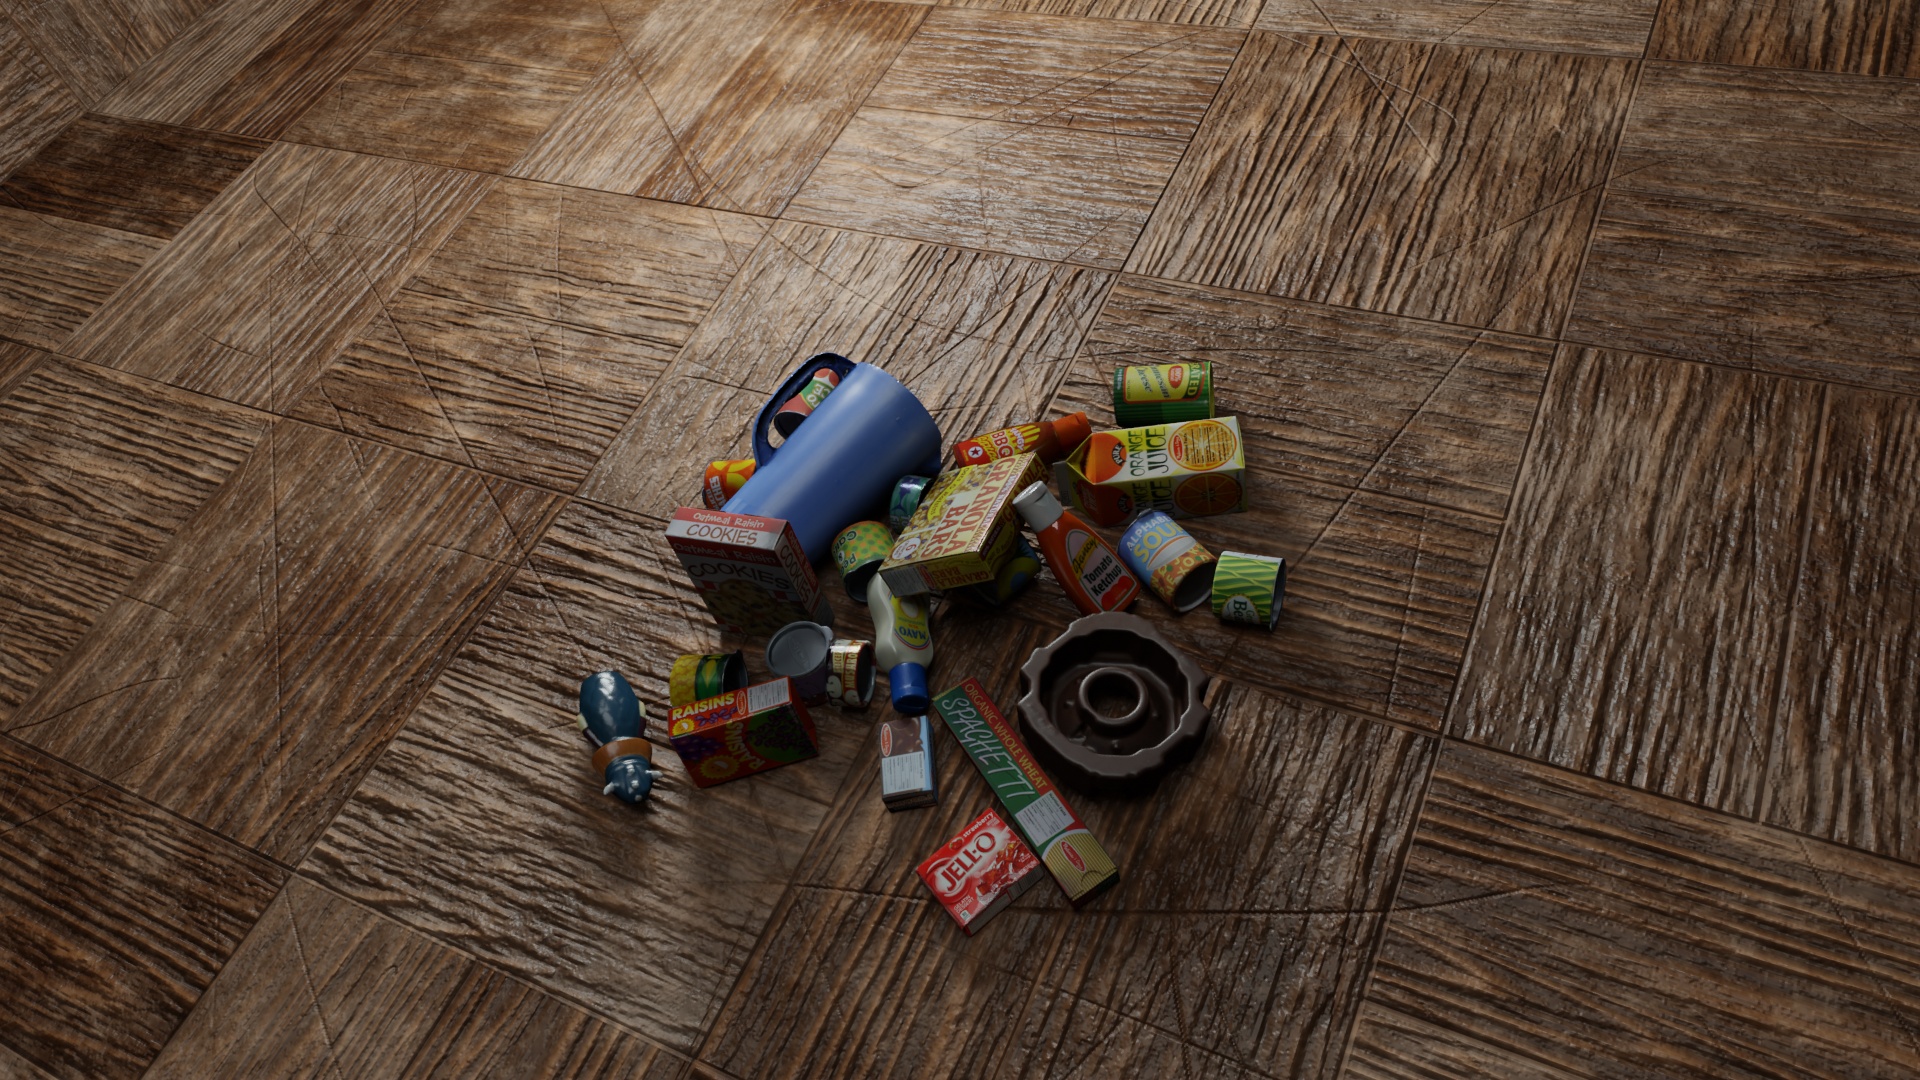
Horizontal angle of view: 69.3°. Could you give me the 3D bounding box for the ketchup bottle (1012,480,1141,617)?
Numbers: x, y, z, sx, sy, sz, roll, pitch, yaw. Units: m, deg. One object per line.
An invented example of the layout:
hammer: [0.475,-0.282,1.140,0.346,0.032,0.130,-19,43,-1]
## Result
ketchup bottle: [0.109,0.010,1.355,0.065,0.148,0.043,-43,9,-24]

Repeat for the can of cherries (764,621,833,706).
can of cherries: [-0.152,0.123,1.384,0.071,0.058,0.072,-8,50,10]

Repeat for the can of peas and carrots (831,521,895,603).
can of peas and carrots: [-0.097,0.022,1.441,0.071,0.070,0.059,-23,50,-3]

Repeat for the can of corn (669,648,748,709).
can of corn: [-0.251,0.144,1.388,0.058,0.071,0.071,-3,52,14]

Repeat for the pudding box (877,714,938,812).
pudding box: [-0.049,0.210,1.306,0.049,0.030,0.084,-12,51,7]

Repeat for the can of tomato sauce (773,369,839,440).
can of tomato sauce: [-0.167,-0.157,1.601,0.071,0.071,0.083,9,55,21]

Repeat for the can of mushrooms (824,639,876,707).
can of mushrooms: [-0.108,0.129,1.359,0.033,0.070,0.071,2,54,15]

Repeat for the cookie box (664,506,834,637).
cookie box: [-0.209,0.036,1.396,0.123,0.166,0.040,7,55,20]

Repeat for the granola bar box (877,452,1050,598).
granola bar box: [0.005,-0.017,1.392,0.124,0.039,0.166,-12,32,35]

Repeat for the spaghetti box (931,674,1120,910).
spaghetti box: [0.056,0.224,1.268,0.050,0.028,0.251,-31,51,-10]

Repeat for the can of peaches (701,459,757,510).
can of peaches: [-0.247,-0.056,1.543,0.058,0.071,0.071,-3,52,12]

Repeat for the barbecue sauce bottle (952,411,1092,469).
barbecue sauce bottle: [0.069,-0.099,1.509,0.148,0.043,0.065,-19,49,-1]

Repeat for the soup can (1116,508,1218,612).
soup can: [0.204,0.019,1.362,0.071,0.071,0.084,-35,52,-13]

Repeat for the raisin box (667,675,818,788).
raisin box: [-0.208,0.185,1.332,0.123,0.085,0.040,-16,45,2]

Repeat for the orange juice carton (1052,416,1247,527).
orange juice carton: [0.195,-0.068,1.432,0.193,0.071,0.073,-6,51,10]

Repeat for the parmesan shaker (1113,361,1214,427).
parmesan shaker: [0.220,-0.155,1.497,0.103,0.071,0.072,-2,53,14]

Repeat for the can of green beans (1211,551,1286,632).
can of green beans: [0.275,0.046,1.325,0.058,0.071,0.071,8,55,21]

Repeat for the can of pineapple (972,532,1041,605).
can of pineapple: [0.039,0.022,1.404,0.058,0.070,0.071,-39,53,-15]

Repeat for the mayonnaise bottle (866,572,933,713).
mayonnaise bottle: [-0.056,0.100,1.377,0.065,0.041,0.149,15,46,-28]

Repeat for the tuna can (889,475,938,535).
tuna can: [-0.048,-0.034,1.473,0.033,0.070,0.071,9,56,23]
